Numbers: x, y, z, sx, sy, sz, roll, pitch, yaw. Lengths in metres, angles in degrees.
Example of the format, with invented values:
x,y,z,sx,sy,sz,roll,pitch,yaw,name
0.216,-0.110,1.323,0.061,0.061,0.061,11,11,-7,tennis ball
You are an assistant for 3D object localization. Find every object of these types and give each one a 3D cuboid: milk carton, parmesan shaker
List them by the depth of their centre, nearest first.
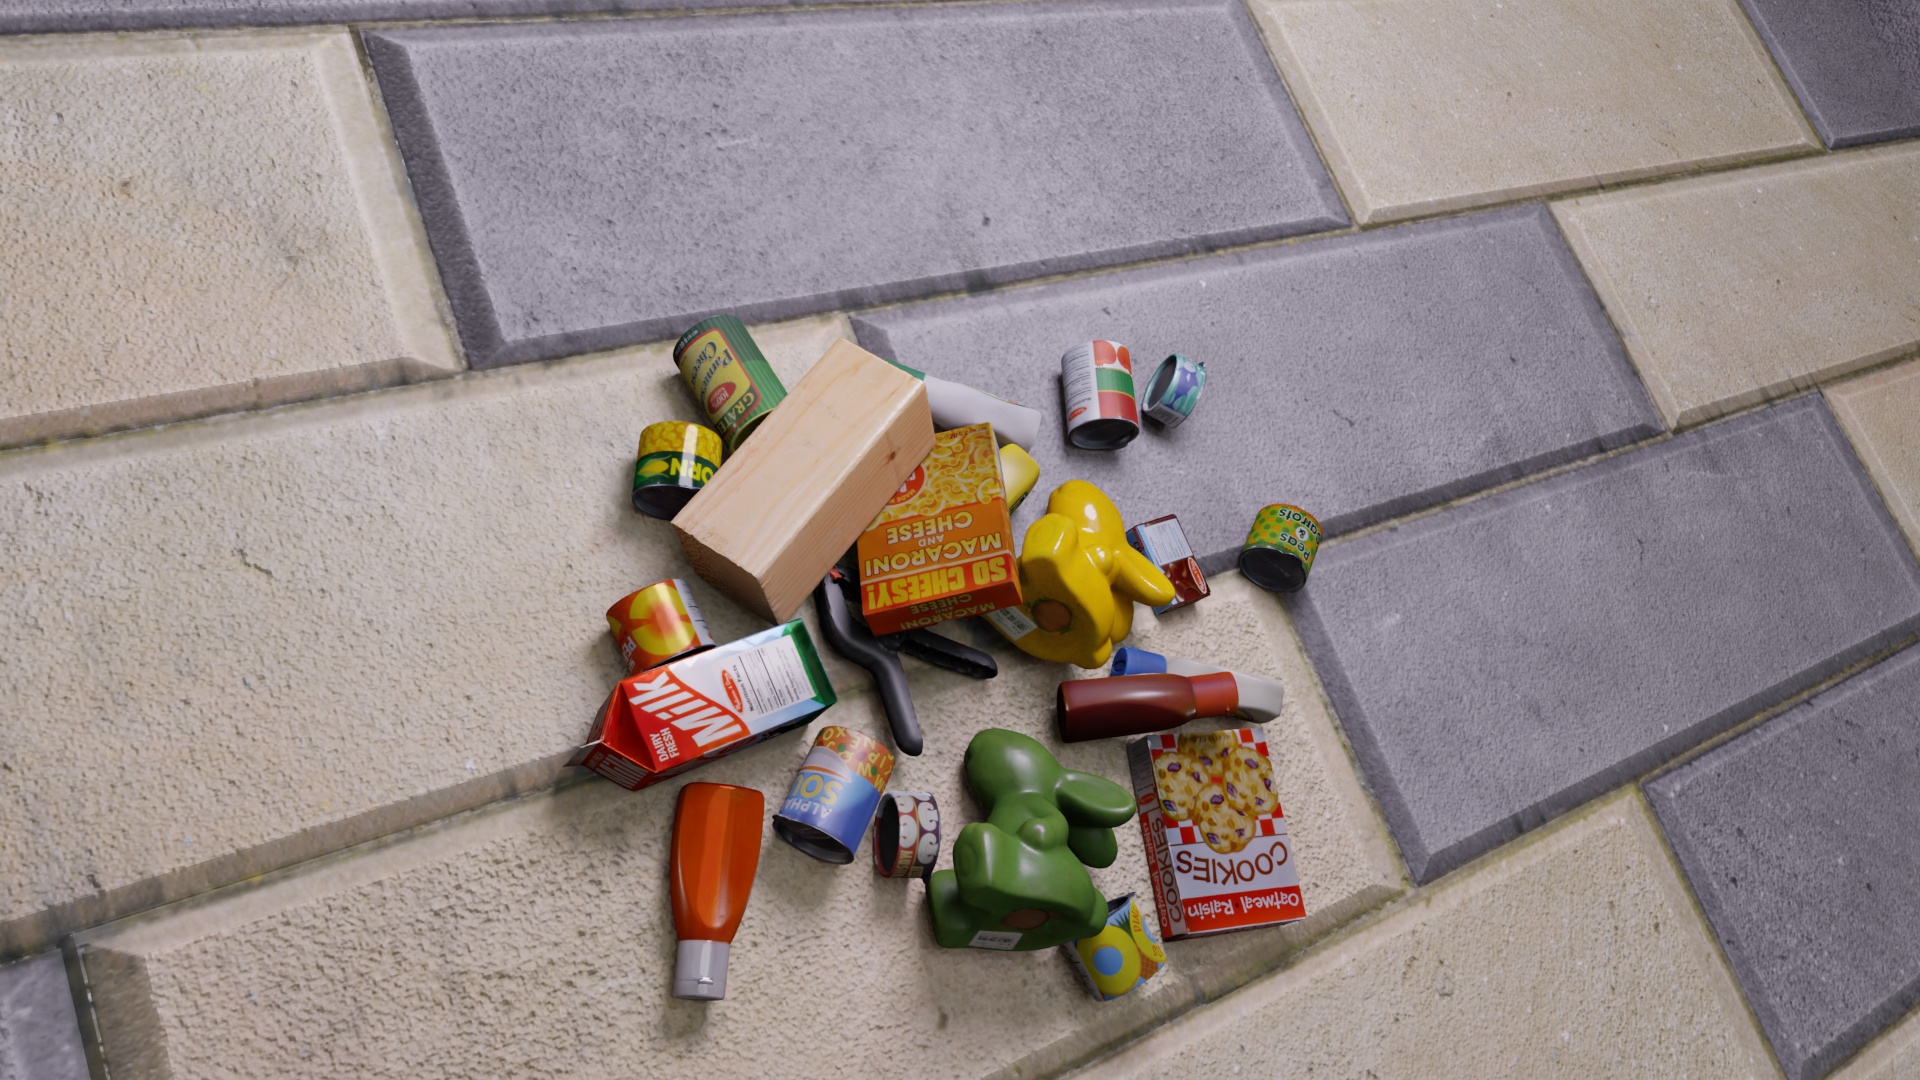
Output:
x,y,z,sx,sy,sz,roll,pitch,yaw,name
-0.197,0.128,1.028,0.191,0.072,0.073,-19,78,-31,milk carton
-0.186,-0.124,1.138,0.071,0.071,0.103,-22,68,-31,parmesan shaker

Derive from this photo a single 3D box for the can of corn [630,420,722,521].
x,y,z,sx,sy,sz,roll,pitch,yaw,name
-0.222,-0.055,1.096,0.071,0.071,0.058,11,64,-21,can of corn

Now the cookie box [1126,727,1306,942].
x,y,z,sx,sy,sz,roll,pitch,yaw,name
0.218,0.249,1.189,0.123,0.040,0.168,1,67,-25,cookie box

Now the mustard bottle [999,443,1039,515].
x,y,z,sx,sy,sz,roll,pitch,yaw,name
0.004,-0.015,1.192,0.049,0.065,0.161,41,64,4,mustard bottle

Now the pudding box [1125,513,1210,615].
x,y,z,sx,sy,sz,roll,pitch,yaw,name
0.189,0.022,1.279,0.050,0.030,0.084,-16,76,-31,pudding box

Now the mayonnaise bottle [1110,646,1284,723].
x,y,z,sx,sy,sz,roll,pitch,yaw,name
0.207,0.127,1.225,0.148,0.064,0.041,14,76,-14,mayonnaise bottle

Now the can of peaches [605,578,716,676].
x,y,z,sx,sy,sz,roll,pitch,yaw,name
-0.227,0.069,1.043,0.071,0.071,0.058,-20,78,-30,can of peaches

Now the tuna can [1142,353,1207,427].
x,y,z,sx,sy,sz,roll,pitch,yaw,name
0.207,-0.147,1.338,0.033,0.070,0.071,26,60,-13,tuna can

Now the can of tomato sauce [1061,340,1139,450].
x,y,z,sx,sy,sz,roll,pitch,yaw,name
0.131,-0.135,1.300,0.071,0.071,0.083,6,66,-23,can of tomato sauce

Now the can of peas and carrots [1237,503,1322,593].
x,y,z,sx,sy,sz,roll,pitch,yaw,name
0.305,0.006,1.316,0.071,0.070,0.059,34,58,-8,can of peas and carrots

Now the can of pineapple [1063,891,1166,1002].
x,y,z,sx,sy,sz,roll,pitch,yaw,name
0.122,0.321,1.095,0.071,0.070,0.058,-26,82,-31,can of pineapple

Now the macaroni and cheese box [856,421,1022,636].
x,y,z,sx,sy,sz,roll,pitch,yaw,name
-0.021,-0.011,1.130,0.124,0.040,0.167,-13,52,7,macaroni and cheese box

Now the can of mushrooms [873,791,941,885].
x,y,z,sx,sy,sz,roll,pitch,yaw,name
-0.041,0.227,1.060,0.033,0.070,0.071,7,66,-22,can of mushrooms

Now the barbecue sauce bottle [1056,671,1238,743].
x,y,z,sx,sy,sz,roll,pitch,yaw,name
0.157,0.137,1.167,0.149,0.064,0.044,-6,53,-4,barbecue sauce bottle

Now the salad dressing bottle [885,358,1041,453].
x,y,z,sx,sy,sz,roll,pitch,yaw,name
-0.004,-0.119,1.235,0.148,0.064,0.044,20,83,-8,salad dressing bottle

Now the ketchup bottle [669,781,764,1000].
x,y,z,sx,sy,sz,roll,pitch,yaw,name
-0.179,0.252,0.999,0.065,0.043,0.149,12,64,-19,ketchup bottle

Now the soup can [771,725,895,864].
x,y,z,sx,sy,sz,roll,pitch,yaw,name
-0.096,0.190,1.050,0.071,0.071,0.084,31,58,-10,soup can
